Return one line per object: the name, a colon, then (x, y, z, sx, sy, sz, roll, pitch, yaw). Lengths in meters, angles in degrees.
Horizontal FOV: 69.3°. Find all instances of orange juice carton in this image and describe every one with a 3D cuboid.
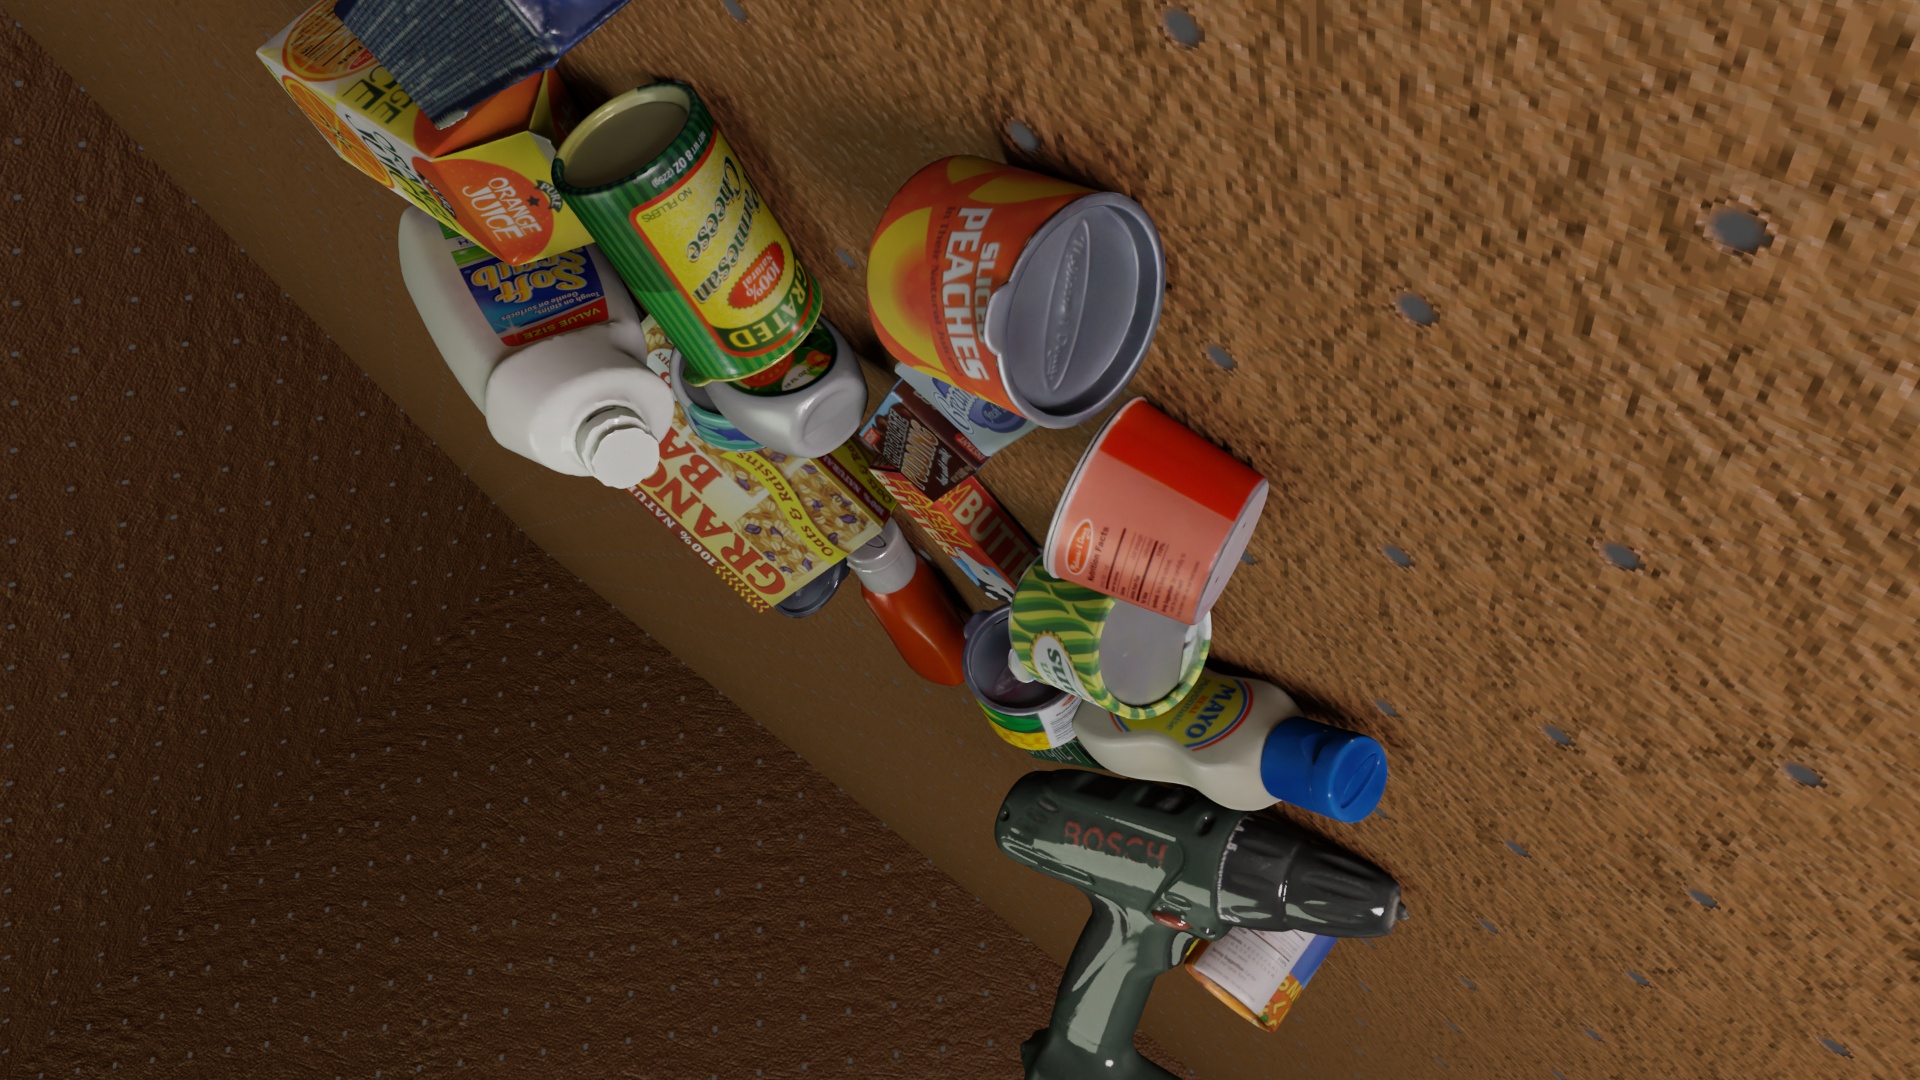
orange juice carton: (-0.234, -0.195, 0.652, 0.193, 0.073, 0.071, 32, 163, 28)

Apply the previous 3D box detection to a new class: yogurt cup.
yogurt cup: (0.067, -0.007, 0.463, 0.054, 0.072, 0.072, 27, 162, 17)

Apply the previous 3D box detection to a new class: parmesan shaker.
parmesan shaker: (-0.110, -0.120, 0.558, 0.071, 0.071, 0.102, 28, 160, 40)

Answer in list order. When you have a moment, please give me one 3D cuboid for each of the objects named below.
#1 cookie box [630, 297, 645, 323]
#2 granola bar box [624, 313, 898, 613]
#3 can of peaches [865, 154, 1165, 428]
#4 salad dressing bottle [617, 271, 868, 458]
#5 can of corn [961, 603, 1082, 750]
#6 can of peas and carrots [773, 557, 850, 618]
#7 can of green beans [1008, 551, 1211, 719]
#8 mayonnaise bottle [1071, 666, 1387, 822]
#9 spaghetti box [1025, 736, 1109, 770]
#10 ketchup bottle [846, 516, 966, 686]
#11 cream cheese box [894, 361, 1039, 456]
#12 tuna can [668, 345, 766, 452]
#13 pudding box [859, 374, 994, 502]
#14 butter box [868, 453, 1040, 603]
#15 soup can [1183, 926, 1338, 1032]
cookie box: (-0.261, -0.171, 0.851, 0.123, 0.040, 0.166, 31, 163, 32)
granola bar box: (-0.130, -0.048, 0.773, 0.165, 0.039, 0.123, 45, 132, -14)
can of peaches: (0.014, -0.072, 0.395, 0.058, 0.071, 0.071, 29, 161, 40)
salad dressing bottle: (-0.105, -0.098, 0.643, 0.148, 0.064, 0.043, 42, 159, 26)
can of corn: (0.037, 0.073, 0.759, 0.071, 0.071, 0.058, 33, 163, 27)
can of peas and carrots: (-0.124, 0.014, 0.997, 0.059, 0.071, 0.070, 28, 160, 40)
can of green beans: (0.063, 0.037, 0.589, 0.071, 0.071, 0.058, 50, 162, -30)
mayonnaise bottle: (0.117, 0.086, 0.613, 0.148, 0.065, 0.041, 12, 144, 54)
spaghetti box: (0.077, 0.115, 0.853, 0.050, 0.029, 0.249, 43, 165, -9)
ketchup bottle: (-0.034, 0.037, 0.876, 0.065, 0.043, 0.148, 30, 162, 33)
cream cheese box: (0.012, -0.064, 0.510, 0.053, 0.024, 0.103, 43, 165, -7)
tuna can: (-0.105, -0.080, 0.682, 0.071, 0.071, 0.032, 36, 163, 16)
pudding box: (-0.011, -0.049, 0.601, 0.049, 0.030, 0.083, 43, 165, -5)
butter box: (0.002, -0.009, 0.692, 0.103, 0.024, 0.053, 48, 164, -24)
soup can: (0.187, 0.245, 0.846, 0.071, 0.084, 0.071, 37, 165, 12)
